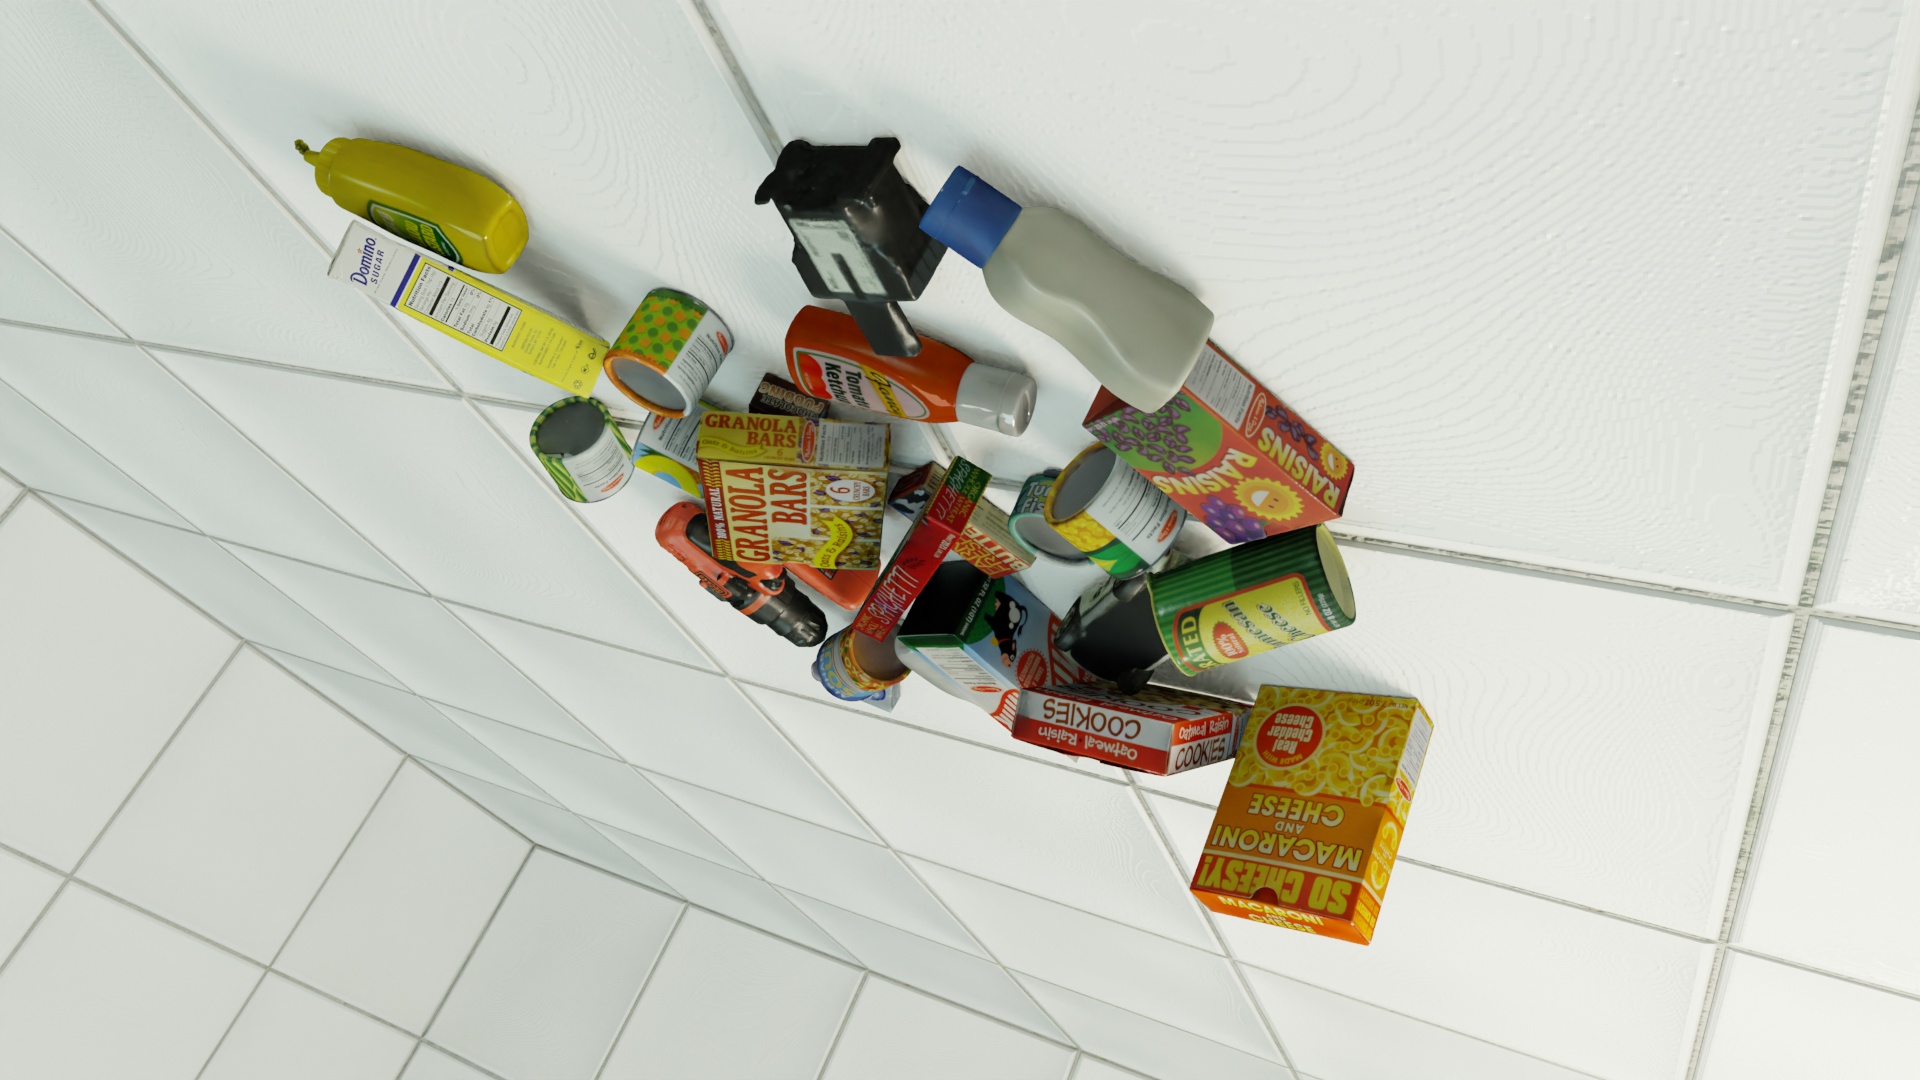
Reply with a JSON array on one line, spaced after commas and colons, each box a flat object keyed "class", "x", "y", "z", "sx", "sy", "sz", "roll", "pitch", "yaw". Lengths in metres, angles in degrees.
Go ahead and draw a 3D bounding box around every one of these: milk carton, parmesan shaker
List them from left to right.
[{"class": "milk carton", "x": 0.047, "y": 0.098, "z": 1.095, "sx": 0.073, "sy": 0.072, "sz": 0.190, "roll": -7, "pitch": 138, "yaw": 49}, {"class": "parmesan shaker", "x": 0.172, "y": 0.032, "z": 0.820, "sx": 0.103, "sy": 0.072, "sz": 0.071, "roll": -21, "pitch": 132, "yaw": 25}]

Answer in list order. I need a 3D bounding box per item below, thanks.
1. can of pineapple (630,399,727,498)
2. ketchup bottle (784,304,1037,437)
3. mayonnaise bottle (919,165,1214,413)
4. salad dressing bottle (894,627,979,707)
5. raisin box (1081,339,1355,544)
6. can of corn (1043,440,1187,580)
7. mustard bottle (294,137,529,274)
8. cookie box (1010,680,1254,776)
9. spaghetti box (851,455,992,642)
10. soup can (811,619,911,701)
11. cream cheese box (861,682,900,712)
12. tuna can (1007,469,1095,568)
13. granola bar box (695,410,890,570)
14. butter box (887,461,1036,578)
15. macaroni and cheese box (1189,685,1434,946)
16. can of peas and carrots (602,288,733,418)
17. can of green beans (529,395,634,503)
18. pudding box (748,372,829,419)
[{"class": "can of pineapple", "x": -0.198, "y": -0.071, "z": 1.008, "sx": 0.058, "sy": 0.071, "sz": 0.070, "roll": 27, "pitch": 154, "yaw": -2}, {"class": "ketchup bottle", "x": -0.029, "y": -0.098, "z": 0.827, "sx": 0.149, "sy": 0.044, "sz": 0.064, "roll": 16, "pitch": 153, "yaw": 18}, {"class": "mayonnaise bottle", "x": 0.050, "y": -0.127, "z": 0.680, "sx": 0.148, "sy": 0.065, "sz": 0.041, "roll": 33, "pitch": 151, "yaw": -6}, {"class": "salad dressing bottle", "x": 0.010, "y": 0.117, "z": 1.199, "sx": 0.147, "sy": 0.044, "sz": 0.064, "roll": 38, "pitch": 143, "yaw": -26}, {"class": "raisin box", "x": 0.141, "y": -0.051, "z": 0.761, "sx": 0.123, "sy": 0.040, "sz": 0.086, "roll": 36, "pitch": 152, "yaw": -21}, {"class": "can of corn", "x": 0.091, "y": -0.019, "z": 0.838, "sx": 0.058, "sy": 0.071, "sz": 0.071, "roll": 38, "pitch": 152, "yaw": -22}, {"class": "mustard bottle", "x": -0.358, "y": -0.222, "z": 0.888, "sx": 0.160, "sy": 0.049, "sz": 0.065, "roll": 22, "pitch": 159, "yaw": 8}, {"class": "cookie box", "x": 0.133, "y": 0.135, "z": 1.025, "sx": 0.123, "sy": 0.040, "sz": 0.168, "roll": 9, "pitch": -177, "yaw": 33}, {"class": "spaghetti box", "x": -0.032, "y": 0.013, "z": 0.972, "sx": 0.029, "sy": 0.050, "sz": 0.249, "roll": 30, "pitch": 155, "yaw": -3}, {"class": "soup can", "x": -0.086, "y": 0.104, "z": 1.231, "sx": 0.071, "sy": 0.071, "sz": 0.083, "roll": 32, "pitch": 153, "yaw": -13}, {"class": "cream cheese box", "x": -0.085, "y": 0.130, "z": 1.334, "sx": 0.053, "sy": 0.024, "sz": 0.103, "roll": 21, "pitch": 154, "yaw": 8}, {"class": "tuna can", "x": 0.066, "y": -0.013, "z": 0.911, "sx": 0.071, "sy": 0.033, "sz": 0.070, "roll": 21, "pitch": 155, "yaw": 11}, {"class": "granola bar box", "x": -0.114, "y": -0.030, "z": 0.965, "sx": 0.124, "sy": 0.039, "sz": 0.164, "roll": 4, "pitch": 156, "yaw": -4}, {"class": "butter box", "x": 0.003, "y": -0.012, "z": 0.980, "sx": 0.103, "sy": 0.024, "sz": 0.053, "roll": 36, "pitch": 154, "yaw": -19}, {"class": "macaroni and cheese box", "x": 0.243, "y": 0.185, "z": 0.965, "sx": 0.123, "sy": 0.167, "sz": 0.040, "roll": 0, "pitch": 143, "yaw": 42}, {"class": "can of peas and carrots", "x": -0.194, "y": -0.123, "z": 0.914, "sx": 0.071, "sy": 0.059, "sz": 0.070, "roll": 21, "pitch": 153, "yaw": 11}, {"class": "can of green beans", "x": -0.299, "y": -0.072, "z": 1.099, "sx": 0.071, "sy": 0.071, "sz": 0.057, "roll": 16, "pitch": 152, "yaw": 19}, {"class": "pudding box", "x": -0.121, "y": -0.077, "z": 0.966, "sx": 0.050, "sy": 0.030, "sz": 0.083, "roll": 24, "pitch": 155, "yaw": 1}]
